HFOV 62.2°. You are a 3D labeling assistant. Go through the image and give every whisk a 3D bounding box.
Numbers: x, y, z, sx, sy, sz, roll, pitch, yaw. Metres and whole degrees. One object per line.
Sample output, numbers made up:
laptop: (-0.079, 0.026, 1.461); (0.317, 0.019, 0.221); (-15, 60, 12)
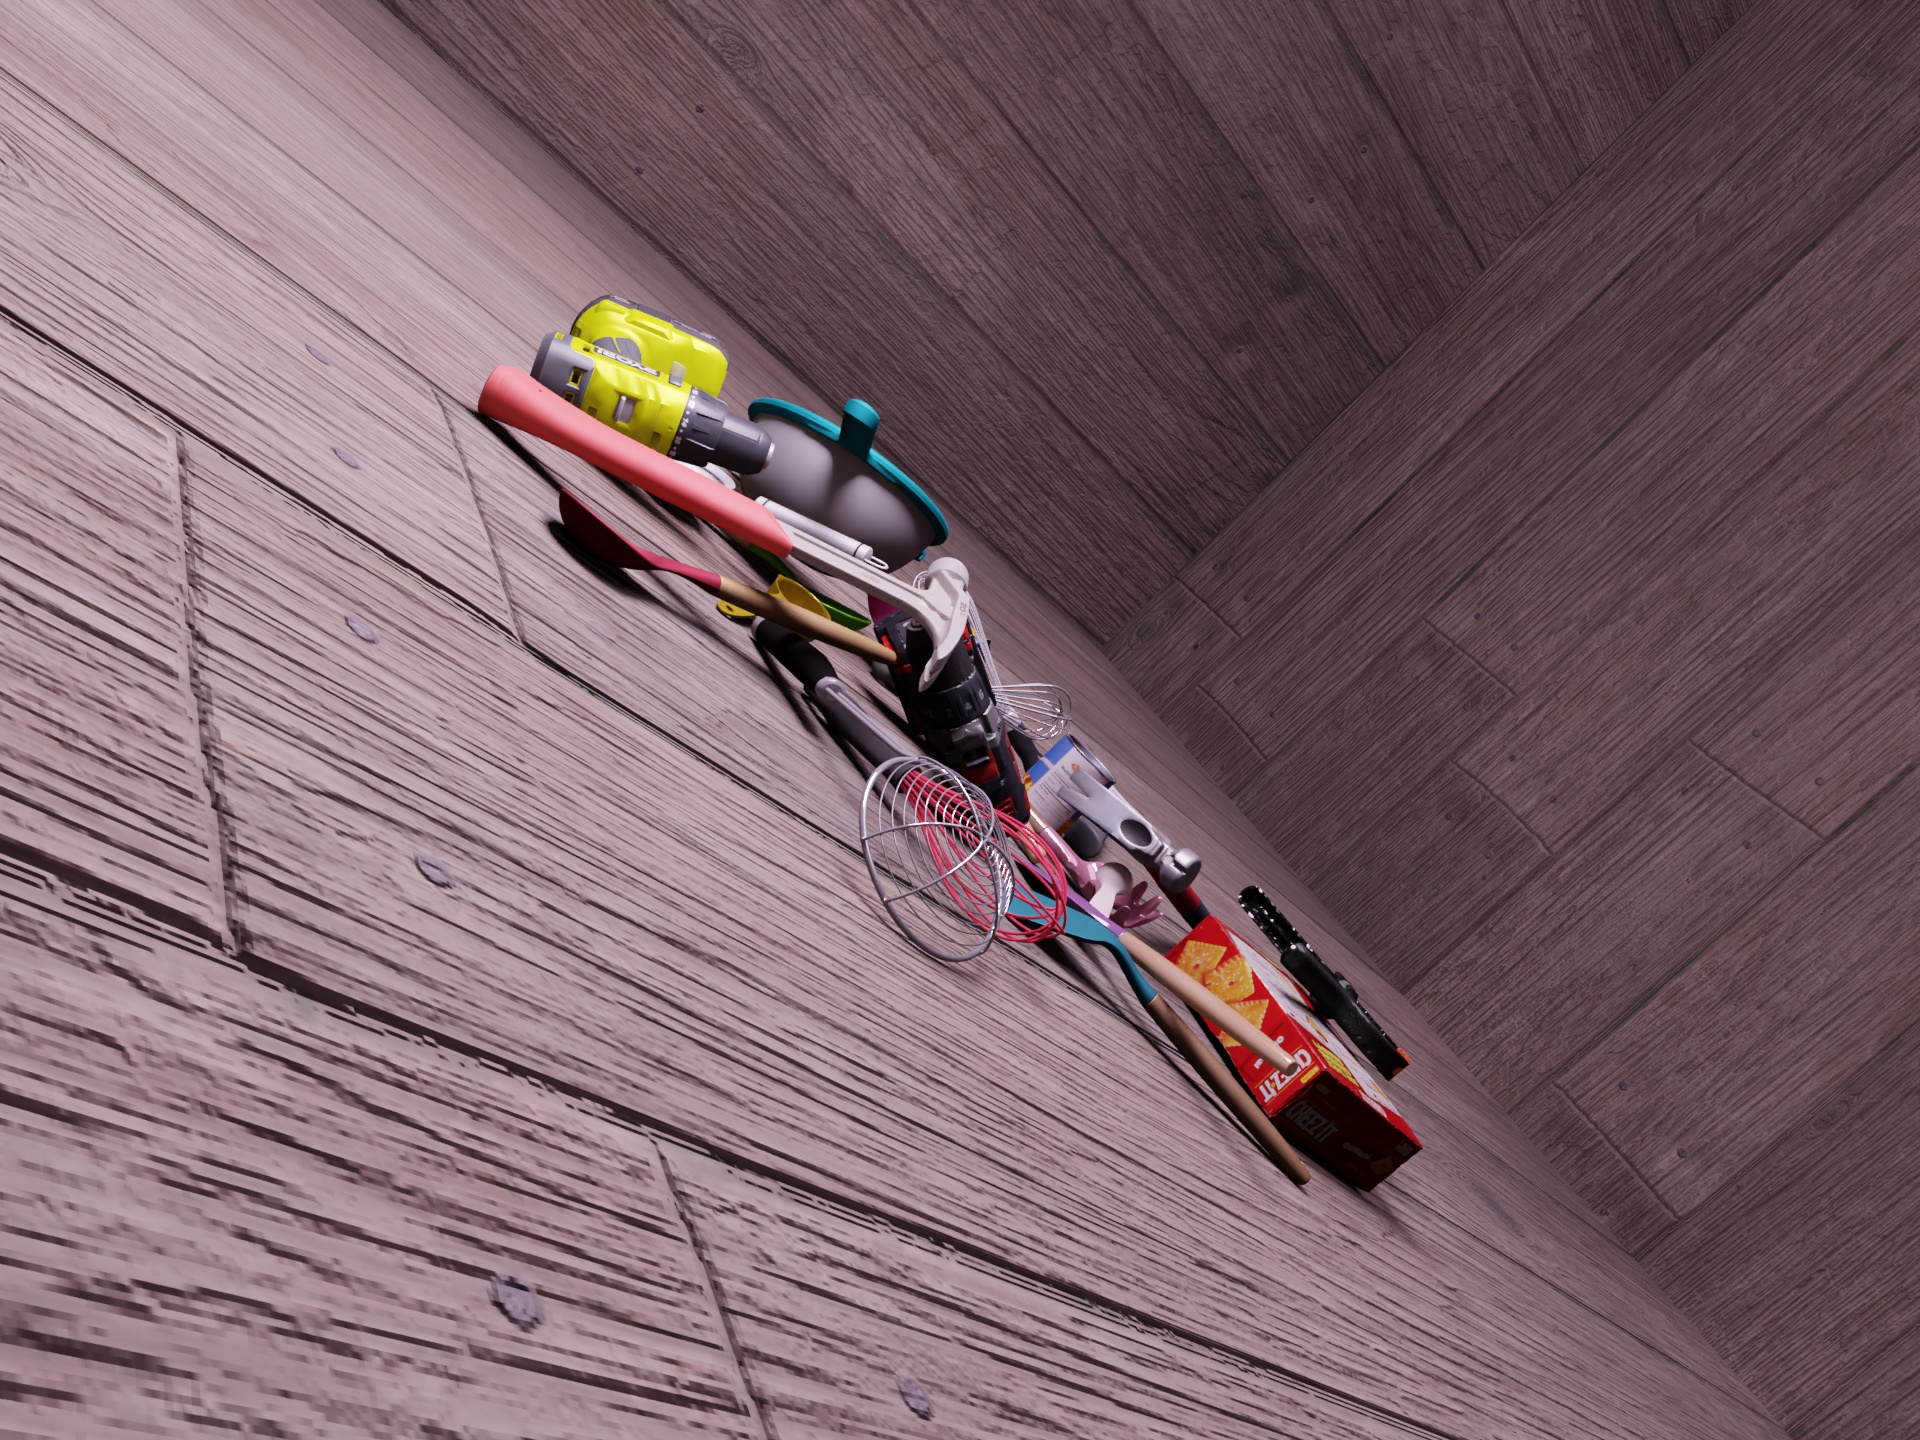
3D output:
whisk: (0.015, -0.026, 1.514); (0.246, 0.059, 0.058); (15, 14, -39)
whisk: (-0.024, 0.053, 1.096); (0.296, 0.073, 0.073); (43, 6, 36)
whisk: (0.031, -0.026, 1.598); (0.284, 0.070, 0.070); (58, 5, -14)

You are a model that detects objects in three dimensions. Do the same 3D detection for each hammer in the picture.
hammer: (-0.160, -0.140, 1.087); (0.359, 0.036, 0.149); (26, 30, -8)
hammer: (0.157, 0.109, 1.743); (0.149, 0.036, 0.409); (47, 9, 4)
hammer: (0.199, 0.157, 1.515); (0.143, 0.038, 0.386); (39, -5, 29)

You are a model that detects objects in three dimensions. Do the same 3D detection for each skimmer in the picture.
skimmer: (-0.077, 0.027, 1.053); (0.127, 0.090, 0.364); (32, 5, -39)

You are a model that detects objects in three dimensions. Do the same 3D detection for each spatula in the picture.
spatula: (0.138, 0.177, 1.196); (0.059, 0.018, 0.316); (42, -5, -42)
spatula: (0.148, 0.231, 1.179); (0.317, 0.044, 0.082); (49, 7, -5)

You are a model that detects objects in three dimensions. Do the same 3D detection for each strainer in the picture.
strainer: (-0.114, -0.191, 1.355); (0.211, 0.095, 0.340); (34, -7, -4)
strainer: (-0.173, -0.176, 1.316); (0.258, 0.050, 0.087); (26, 17, 14)

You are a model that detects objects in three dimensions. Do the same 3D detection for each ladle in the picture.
ladle: (-0.151, -0.087, 1.100); (0.315, 0.031, 0.069); (22, 11, -47)

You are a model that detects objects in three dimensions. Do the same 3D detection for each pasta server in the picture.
pasta server: (0.063, 0.077, 1.443); (0.060, 0.040, 0.316); (-8, 48, -50)

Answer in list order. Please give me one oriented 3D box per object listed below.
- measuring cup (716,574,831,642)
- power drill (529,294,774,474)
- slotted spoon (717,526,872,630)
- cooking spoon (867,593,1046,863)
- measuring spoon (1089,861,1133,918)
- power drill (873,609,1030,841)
measuring cup: (-0.154, -0.083, 1.246); (0.062, 0.029, 0.156); (47, 21, 12)
power drill: (-0.247, -0.271, 1.303); (0.190, 0.080, 0.229); (19, 20, -16)
slotted spoon: (-0.204, -0.173, 1.397); (0.313, 0.031, 0.070); (40, 2, -20)
cooking spoon: (-0.002, -0.005, 1.421); (0.068, 0.017, 0.319); (0, 51, -43)
measuring spoon: (0.121, 0.148, 1.328); (0.034, 0.018, 0.124); (30, 27, 6)
power drill: (-0.012, -0.027, 1.269); (0.227, 0.080, 0.187); (-113, -177, -64)
